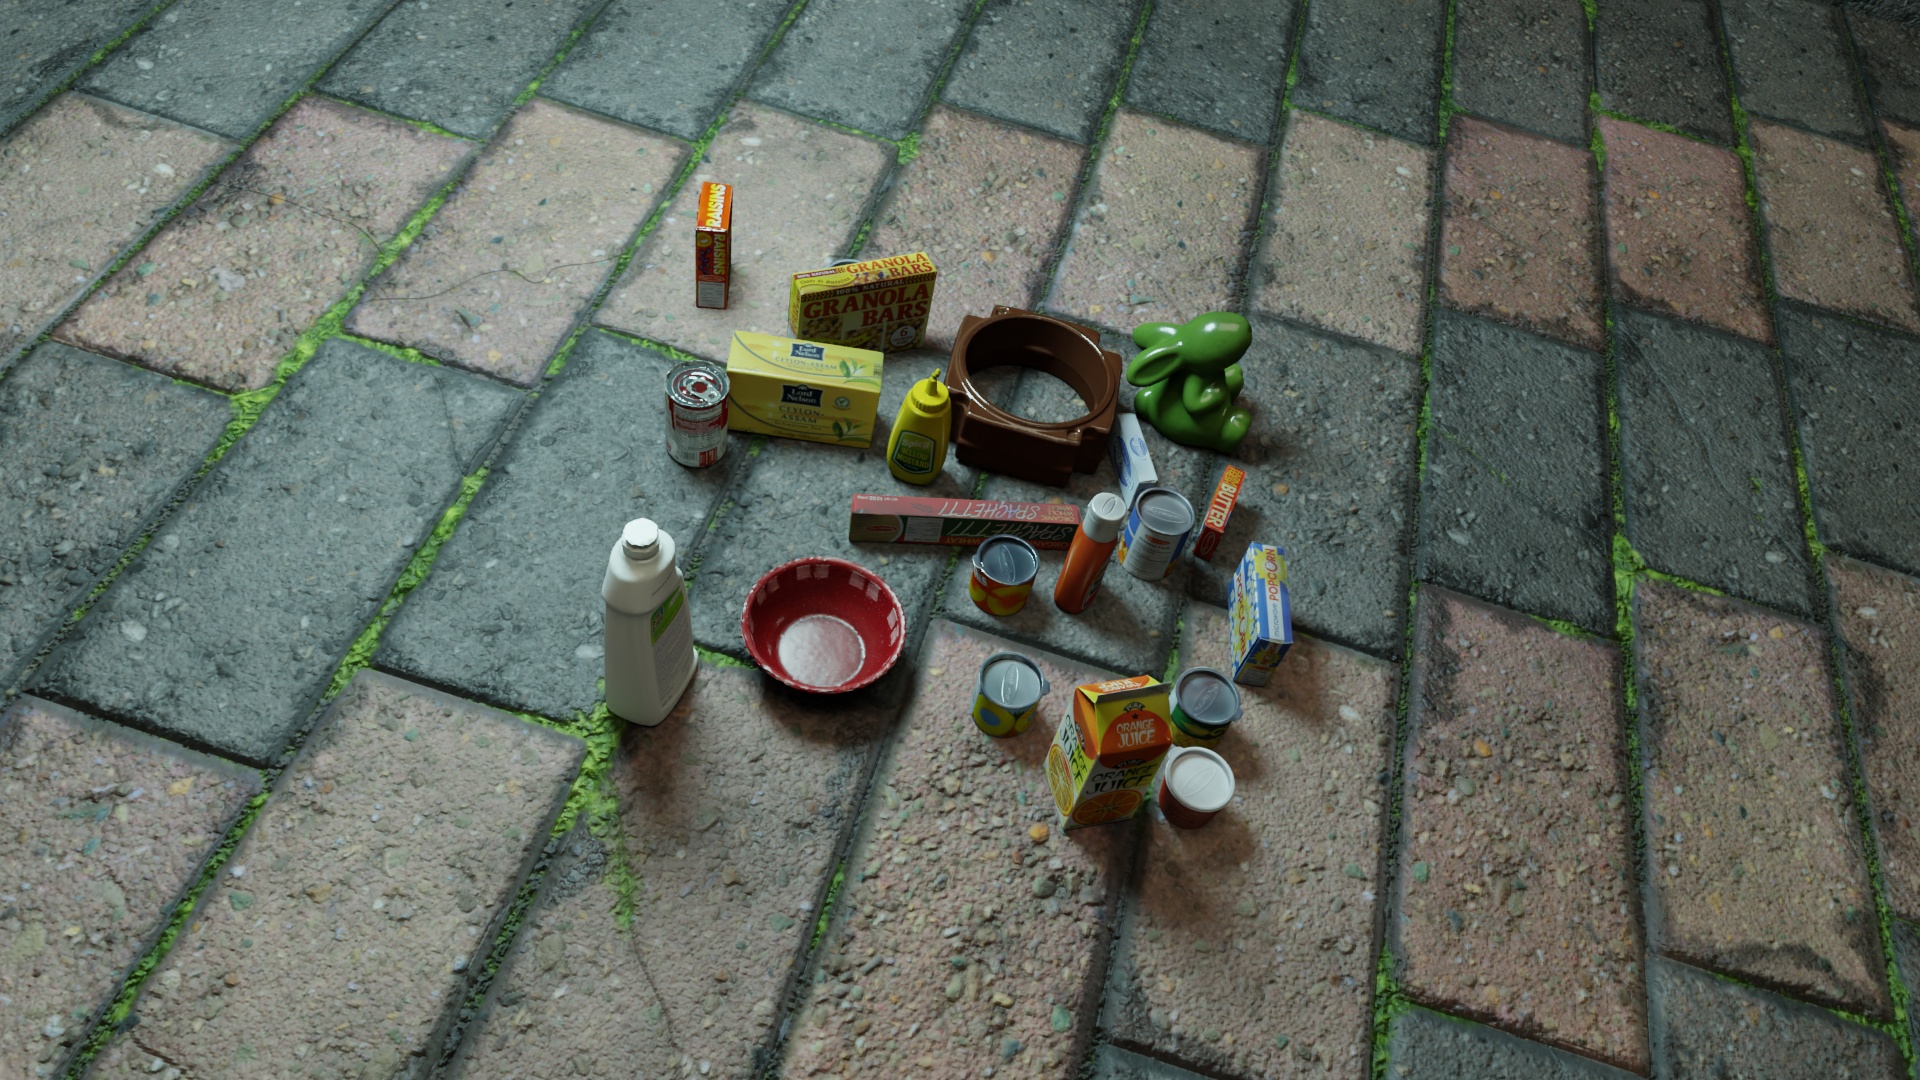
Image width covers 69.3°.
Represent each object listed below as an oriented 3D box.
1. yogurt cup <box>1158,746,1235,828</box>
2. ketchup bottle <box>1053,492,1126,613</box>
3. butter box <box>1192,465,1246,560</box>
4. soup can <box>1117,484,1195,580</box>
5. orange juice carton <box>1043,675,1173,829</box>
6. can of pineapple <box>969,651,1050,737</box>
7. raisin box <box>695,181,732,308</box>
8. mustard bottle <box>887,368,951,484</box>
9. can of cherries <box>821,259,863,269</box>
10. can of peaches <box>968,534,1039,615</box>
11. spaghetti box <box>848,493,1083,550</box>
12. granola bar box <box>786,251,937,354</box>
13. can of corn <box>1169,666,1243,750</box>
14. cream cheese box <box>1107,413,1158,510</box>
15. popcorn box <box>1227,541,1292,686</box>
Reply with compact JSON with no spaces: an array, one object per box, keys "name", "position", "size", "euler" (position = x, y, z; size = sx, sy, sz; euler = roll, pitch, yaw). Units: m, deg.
[{"name":"yogurt cup","position":[0.223,0.240,1.330],"size":[0.072,0.053,0.073],"euler":[6,51,-7]},{"name":"ketchup bottle","position":[0.135,0.010,1.434],"size":[0.043,0.148,0.065],"euler":[28,52,11]},{"name":"butter box","position":[0.291,-0.032,1.561],"size":[0.024,0.052,0.104],"euler":[23,51,7]},{"name":"soup can","position":[0.213,-0.008,1.507],"size":[0.071,0.083,0.072],"euler":[6,51,-7]},{"name":"orange juice carton","position":[0.136,0.185,1.267],"size":[0.072,0.191,0.073],"euler":[-6,54,-16]},{"name":"can of pineapple","position":[0.047,0.152,1.362],"size":[0.071,0.057,0.071],"euler":[6,51,-7]},{"name":"raisin box","position":[-0.293,-0.350,1.652],"size":[0.040,0.122,0.086],"euler":[5,51,-8]},{"name":"mustard bottle","position":[-0.041,-0.127,1.501],"size":[0.065,0.159,0.049],"euler":[16,51,2]},{"name":"can of cherries","position":[-0.136,-0.299,1.684],"size":[0.071,0.058,0.072],"euler":[6,51,-7]},{"name":"can of peaches","position":[0.043,0.037,1.454],"size":[0.071,0.057,0.071],"euler":[6,51,-7]},{"name":"spaghetti box","position":[0.005,-0.019,1.495],"size":[0.250,0.049,0.029],"euler":[2,52,-9]},{"name":"granola bar box","position":[-0.118,-0.268,1.621],"size":[0.166,0.123,0.039],"euler":[-14,56,-21]},{"name":"can of corn","position":[0.241,0.171,1.386],"size":[0.071,0.058,0.071],"euler":[6,51,-7]},{"name":"cream cheese box","position":[0.196,-0.090,1.587],"size":[0.024,0.053,0.104],"euler":[-3,53,-13]},{"name":"popcorn box","position":[0.313,0.077,1.457],"size":[0.038,0.084,0.127],"euler":[9,51,-4]}]
